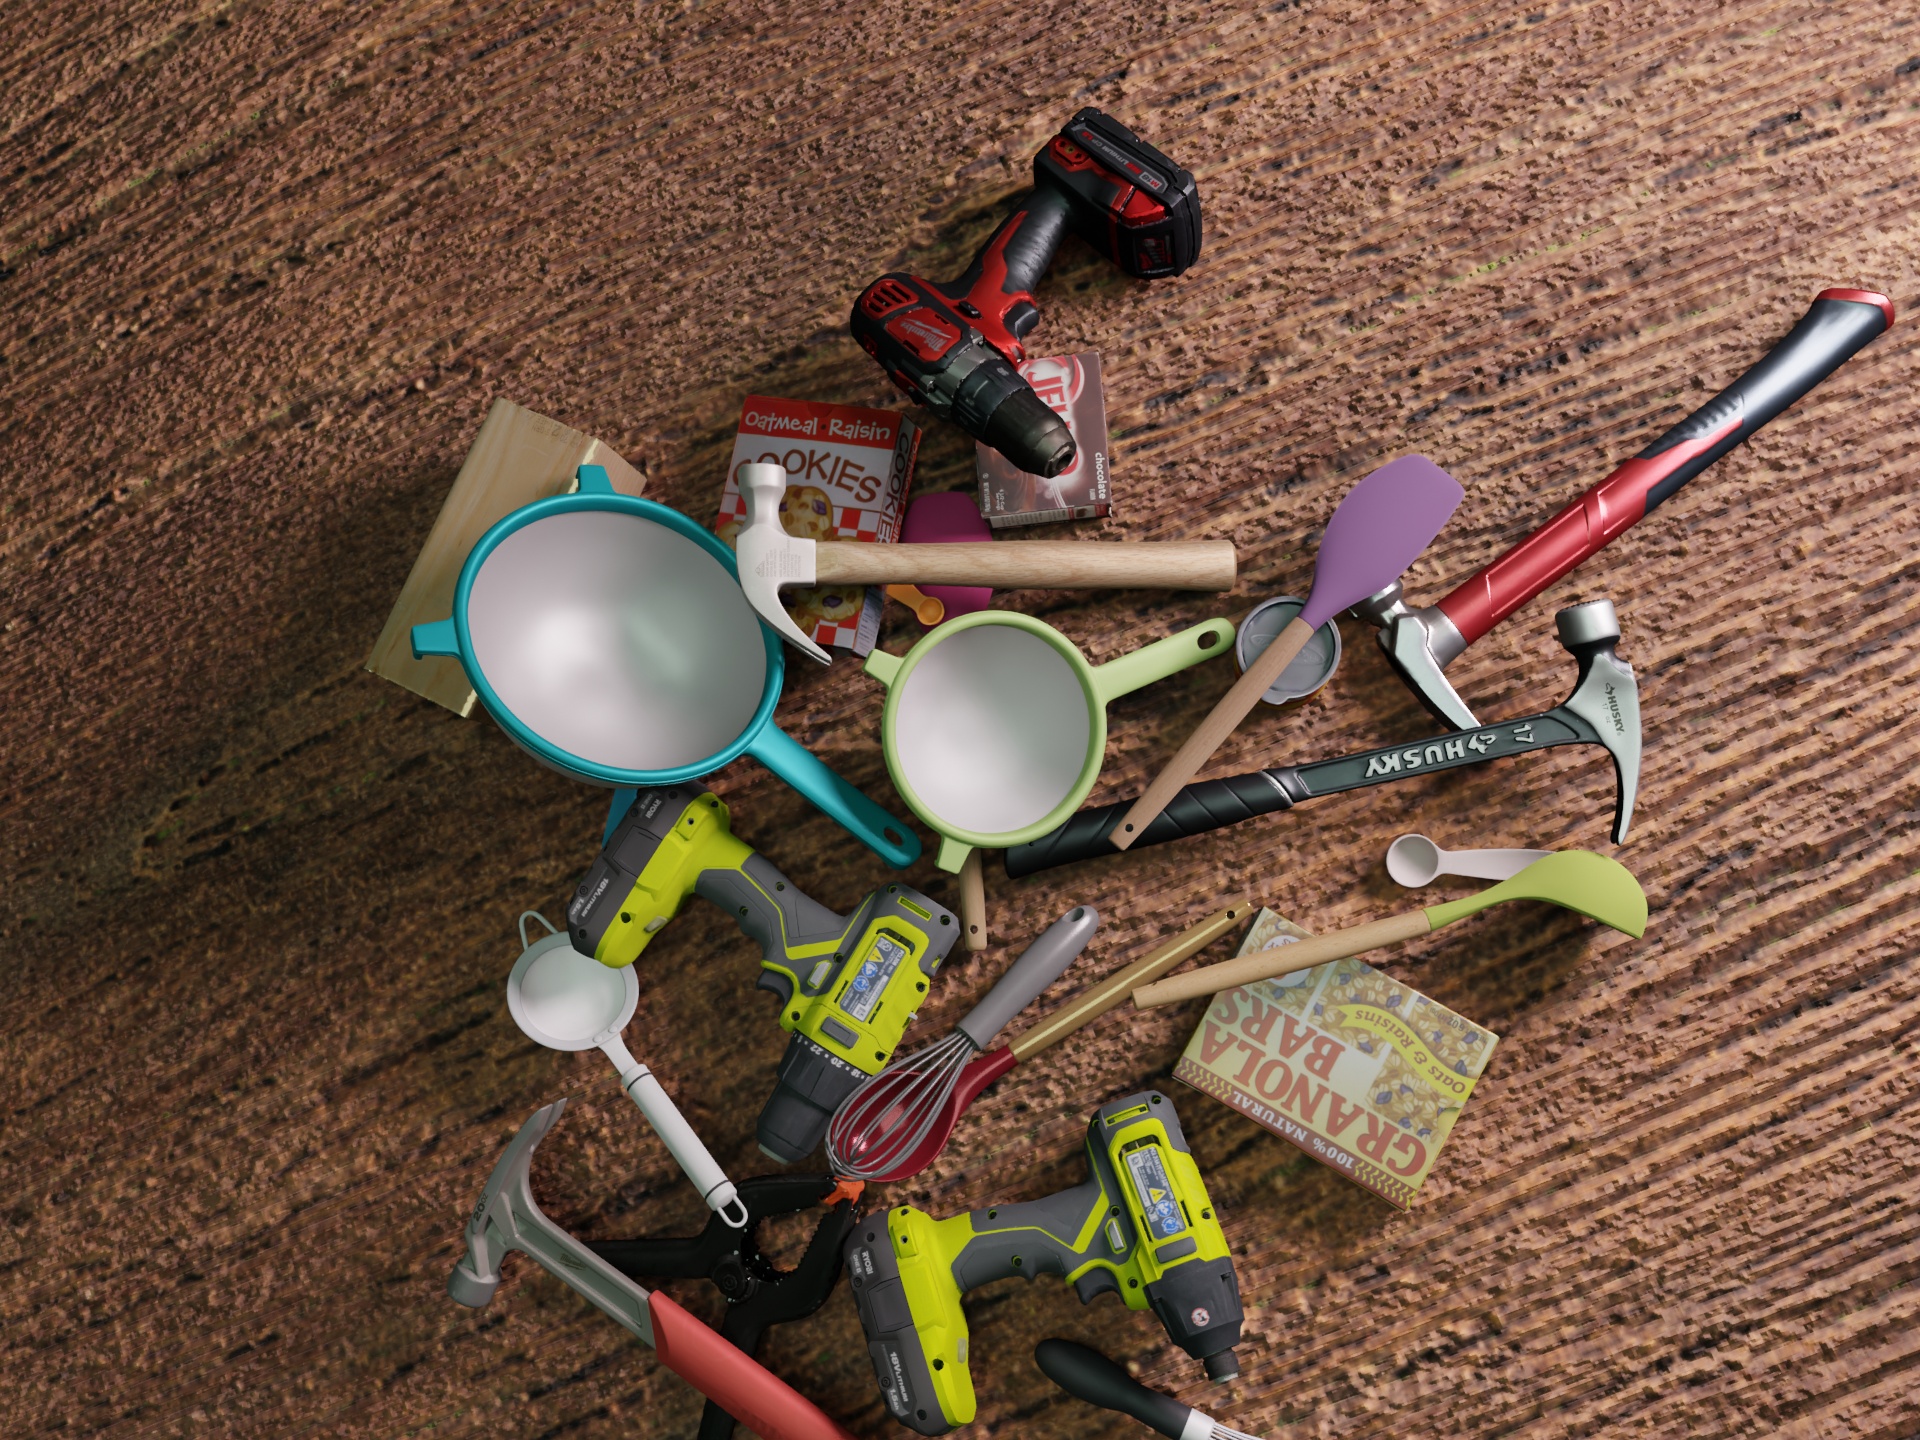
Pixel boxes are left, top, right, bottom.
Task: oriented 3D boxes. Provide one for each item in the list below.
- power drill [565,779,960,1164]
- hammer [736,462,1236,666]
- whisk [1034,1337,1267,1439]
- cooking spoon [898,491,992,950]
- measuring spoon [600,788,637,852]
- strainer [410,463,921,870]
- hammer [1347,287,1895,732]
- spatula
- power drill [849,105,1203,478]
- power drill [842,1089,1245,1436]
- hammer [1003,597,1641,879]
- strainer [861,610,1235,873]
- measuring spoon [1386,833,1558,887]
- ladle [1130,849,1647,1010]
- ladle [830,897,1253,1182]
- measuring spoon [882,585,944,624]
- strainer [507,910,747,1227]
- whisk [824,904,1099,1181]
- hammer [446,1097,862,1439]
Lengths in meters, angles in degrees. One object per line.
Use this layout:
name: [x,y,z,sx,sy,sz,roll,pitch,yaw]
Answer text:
power drill: [-0.139,0.158,1.045,0.228,0.080,0.190,30,80,10]
hammer: [0.019,-0.100,1.049,0.331,0.031,0.130,0,85,-6]
whisk: [0.174,0.452,0.974,0.285,0.070,0.070,22,85,16]
cooking spoon: [-0.002,-0.003,1.084,0.069,0.017,0.319,-6,80,8]
measuring spoon: [-0.233,0.063,1.113,0.042,0.021,0.128,11,92,7]
strainer: [-0.178,0.002,1.038,0.340,0.095,0.211,38,51,-6]
hammer: [0.447,-0.138,1.029,0.386,0.038,0.143,-37,80,2]
spatula: [0.198,-0.043,1.000,0.060,0.018,0.316,40,87,12]
power drill: [0.061,-0.279,1.058,0.227,0.080,0.188,-43,67,-7]
power drill: [0.054,0.348,0.982,0.223,0.080,0.171,-22,65,4]
hammer: [0.223,0.044,1.015,0.409,0.036,0.149,-14,86,13]
strainer: [0.061,-0.014,1.051,0.256,0.069,0.151,-23,97,-17]
measuring spoon: [0.336,0.092,1.025,0.124,0.018,0.034,2,92,2]
ladle: [0.263,0.142,0.975,0.320,0.078,0.062,-15,94,-2]
ladle: [0.056,0.203,1.042,0.315,0.031,0.069,-32,74,1]
measuring spoon: [-0.054,-0.101,1.104,0.117,0.011,0.021,38,95,24]
strainer: [-0.220,0.232,1.051,0.087,0.050,0.259,-28,63,-31]
whisk: [0.005,0.202,1.017,0.055,0.055,0.239,44,71,12]
hammer: [-0.156,0.393,0.997,0.359,0.036,0.149,30,100,14]
